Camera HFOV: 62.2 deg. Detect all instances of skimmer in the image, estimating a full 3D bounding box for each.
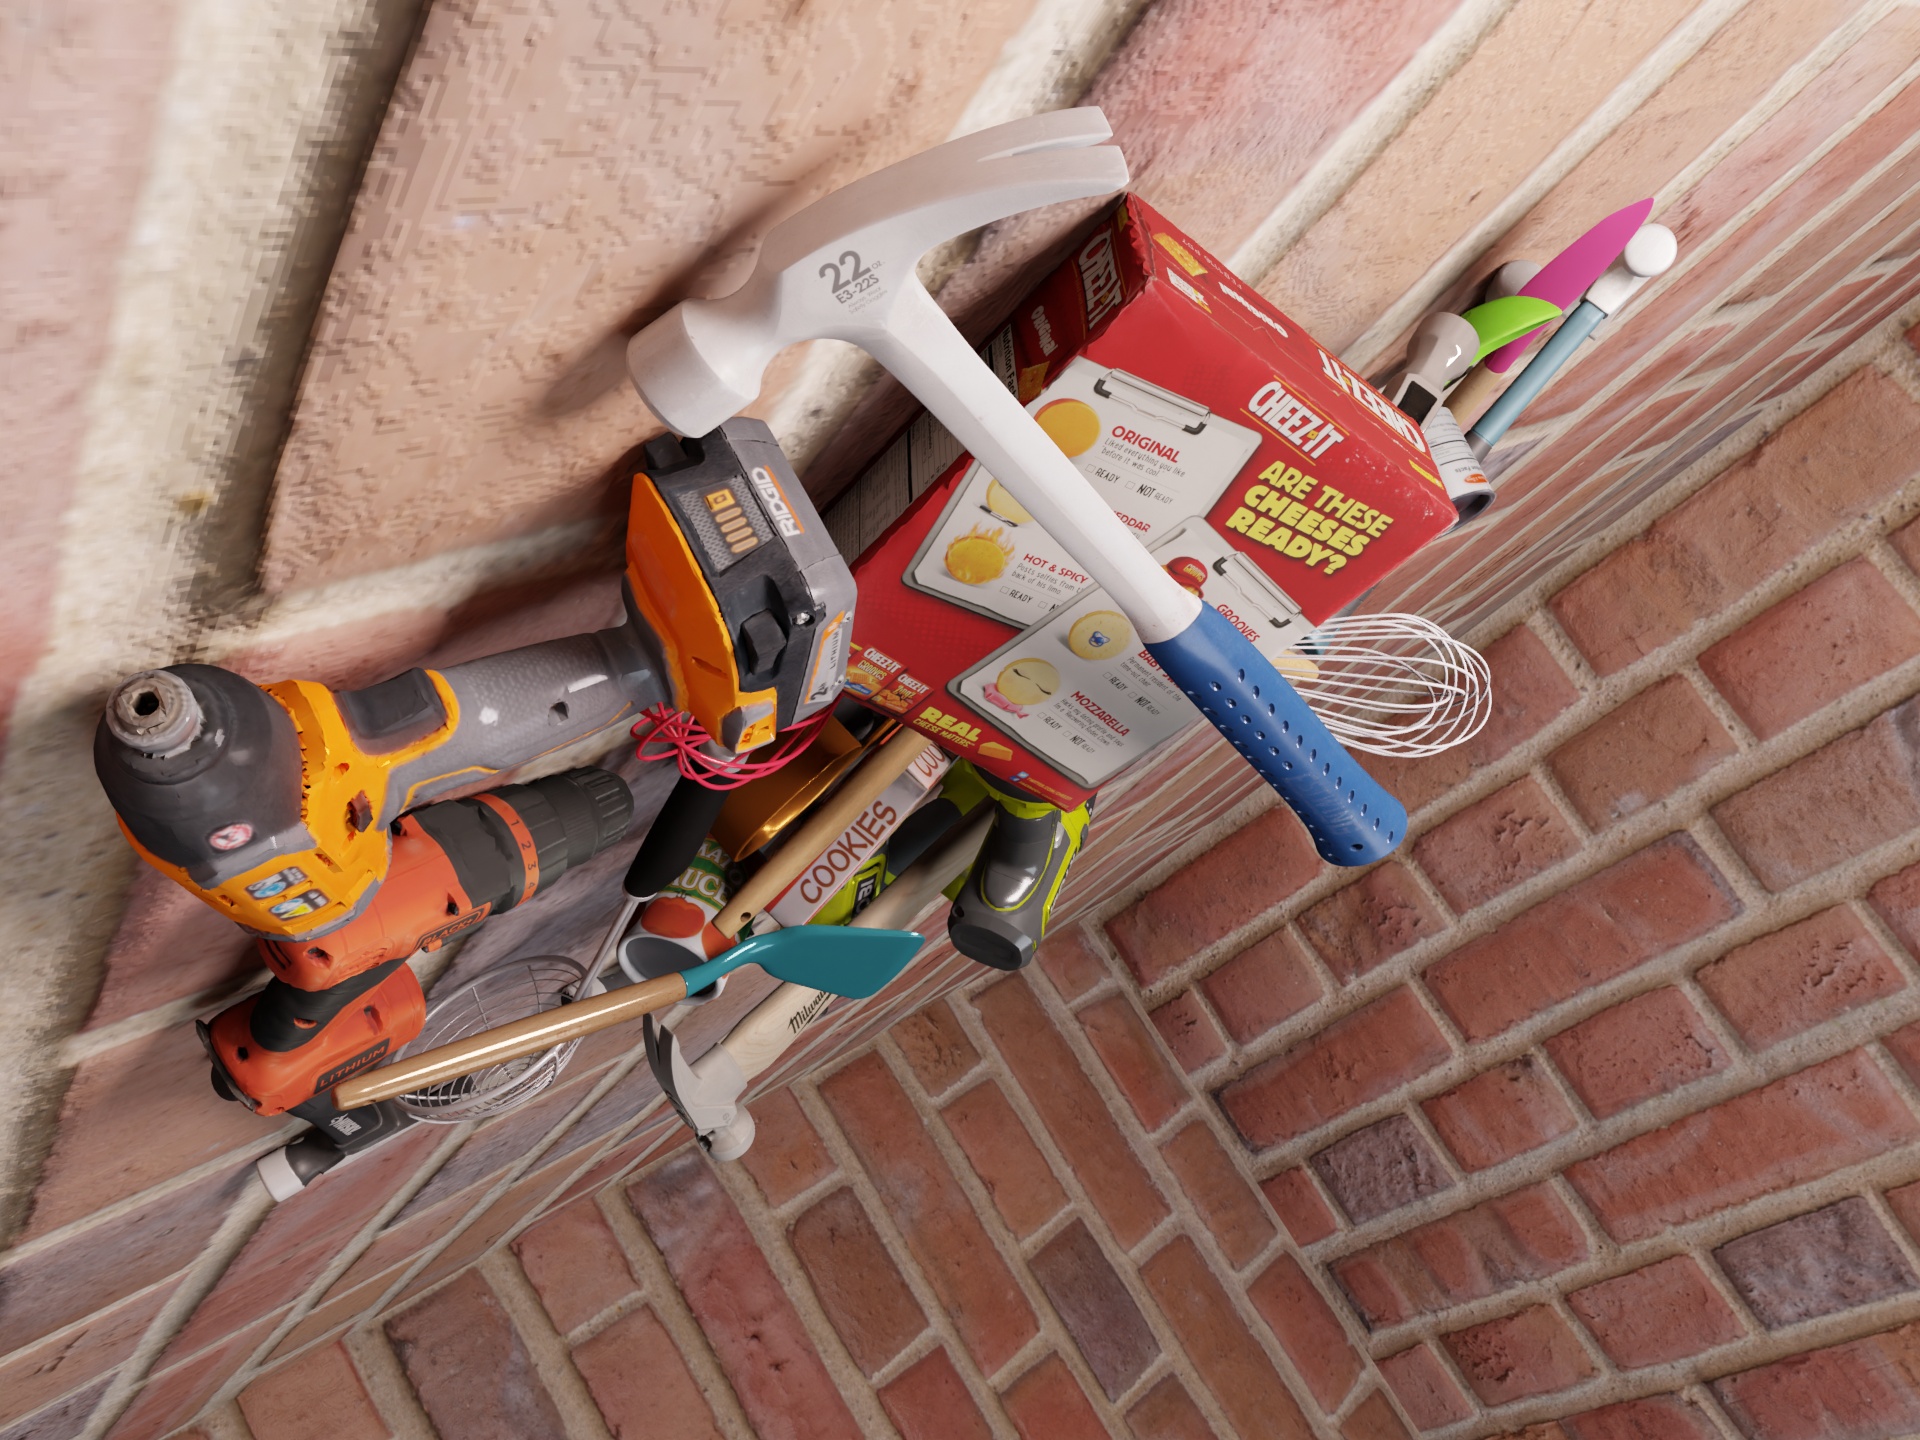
[{"bbox_3d":[-0.211,0.103,0.834,0.363,0.090,0.127,-53,-176,41],"label":"skimmer"}]

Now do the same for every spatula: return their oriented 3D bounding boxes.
[{"bbox_3d":[-0.163,0.154,0.827,0.317,0.044,0.082,-13,155,-39],"label":"spatula"}]

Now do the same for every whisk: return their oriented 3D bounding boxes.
[{"bbox_3d":[0.104,-0.029,0.740,0.284,0.070,0.070,7,166,2],"label":"whisk"},{"bbox_3d":[-0.062,-0.023,0.750,0.073,0.073,0.296,-39,173,25],"label":"whisk"}]

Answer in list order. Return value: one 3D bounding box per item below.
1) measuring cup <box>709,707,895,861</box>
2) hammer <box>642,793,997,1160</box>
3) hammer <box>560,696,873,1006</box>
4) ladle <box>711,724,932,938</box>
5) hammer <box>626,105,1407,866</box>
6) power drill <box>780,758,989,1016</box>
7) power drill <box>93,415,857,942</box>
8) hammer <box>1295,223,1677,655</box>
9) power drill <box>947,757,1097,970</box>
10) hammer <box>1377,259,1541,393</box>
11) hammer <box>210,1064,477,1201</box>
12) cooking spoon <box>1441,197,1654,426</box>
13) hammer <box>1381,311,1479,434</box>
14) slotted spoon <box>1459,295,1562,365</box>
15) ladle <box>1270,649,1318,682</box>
[{"bbox_3d":[-0.075,0.003,0.837,0.174,0.052,0.095,-43,177,-40],"label":"measuring cup"},{"bbox_3d":[-0.039,0.115,1.080,0.411,0.038,0.146,-42,141,-24],"label":"hammer"},{"bbox_3d":[-0.146,0.094,1.036,0.149,0.036,0.408,-25,166,-37],"label":"hammer"},{"bbox_3d":[-0.001,-0.003,0.806,0.320,0.062,0.078,-45,132,-12],"label":"ladle"},{"bbox_3d":[0.074,-0.043,0.559,0.144,0.035,0.405,-28,140,21],"label":"hammer"},{"bbox_3d":[-0.039,0.116,1.178,0.223,0.080,0.171,-22,133,-46],"label":"power drill"},{"bbox_3d":[-0.150,-0.012,0.506,0.226,0.084,0.164,-26,166,-15],"label":"power drill"},{"bbox_3d":[0.324,-0.170,1.021,0.331,0.033,0.128,-51,174,18],"label":"hammer"},{"bbox_3d":[0.056,0.028,0.998,0.228,0.080,0.191,95,18,-55],"label":"power drill"},{"bbox_3d":[0.177,-0.143,0.929,0.359,0.037,0.149,-31,168,-10],"label":"hammer"},{"bbox_3d":[-0.378,0.224,0.951,0.146,0.035,0.334,-28,167,-19],"label":"hammer"},{"bbox_3d":[0.297,-0.192,0.920,0.069,0.017,0.318,-26,166,-20],"label":"cooking spoon"},{"bbox_3d":[0.161,-0.089,0.870,0.130,0.031,0.331,-54,-179,-24],"label":"hammer"},{"bbox_3d":[0.210,-0.137,0.889,0.070,0.031,0.313,-25,167,-36],"label":"slotted spoon"},{"bbox_3d":[0.084,-0.057,0.787,0.315,0.031,0.069,15,154,-42],"label":"ladle"}]
